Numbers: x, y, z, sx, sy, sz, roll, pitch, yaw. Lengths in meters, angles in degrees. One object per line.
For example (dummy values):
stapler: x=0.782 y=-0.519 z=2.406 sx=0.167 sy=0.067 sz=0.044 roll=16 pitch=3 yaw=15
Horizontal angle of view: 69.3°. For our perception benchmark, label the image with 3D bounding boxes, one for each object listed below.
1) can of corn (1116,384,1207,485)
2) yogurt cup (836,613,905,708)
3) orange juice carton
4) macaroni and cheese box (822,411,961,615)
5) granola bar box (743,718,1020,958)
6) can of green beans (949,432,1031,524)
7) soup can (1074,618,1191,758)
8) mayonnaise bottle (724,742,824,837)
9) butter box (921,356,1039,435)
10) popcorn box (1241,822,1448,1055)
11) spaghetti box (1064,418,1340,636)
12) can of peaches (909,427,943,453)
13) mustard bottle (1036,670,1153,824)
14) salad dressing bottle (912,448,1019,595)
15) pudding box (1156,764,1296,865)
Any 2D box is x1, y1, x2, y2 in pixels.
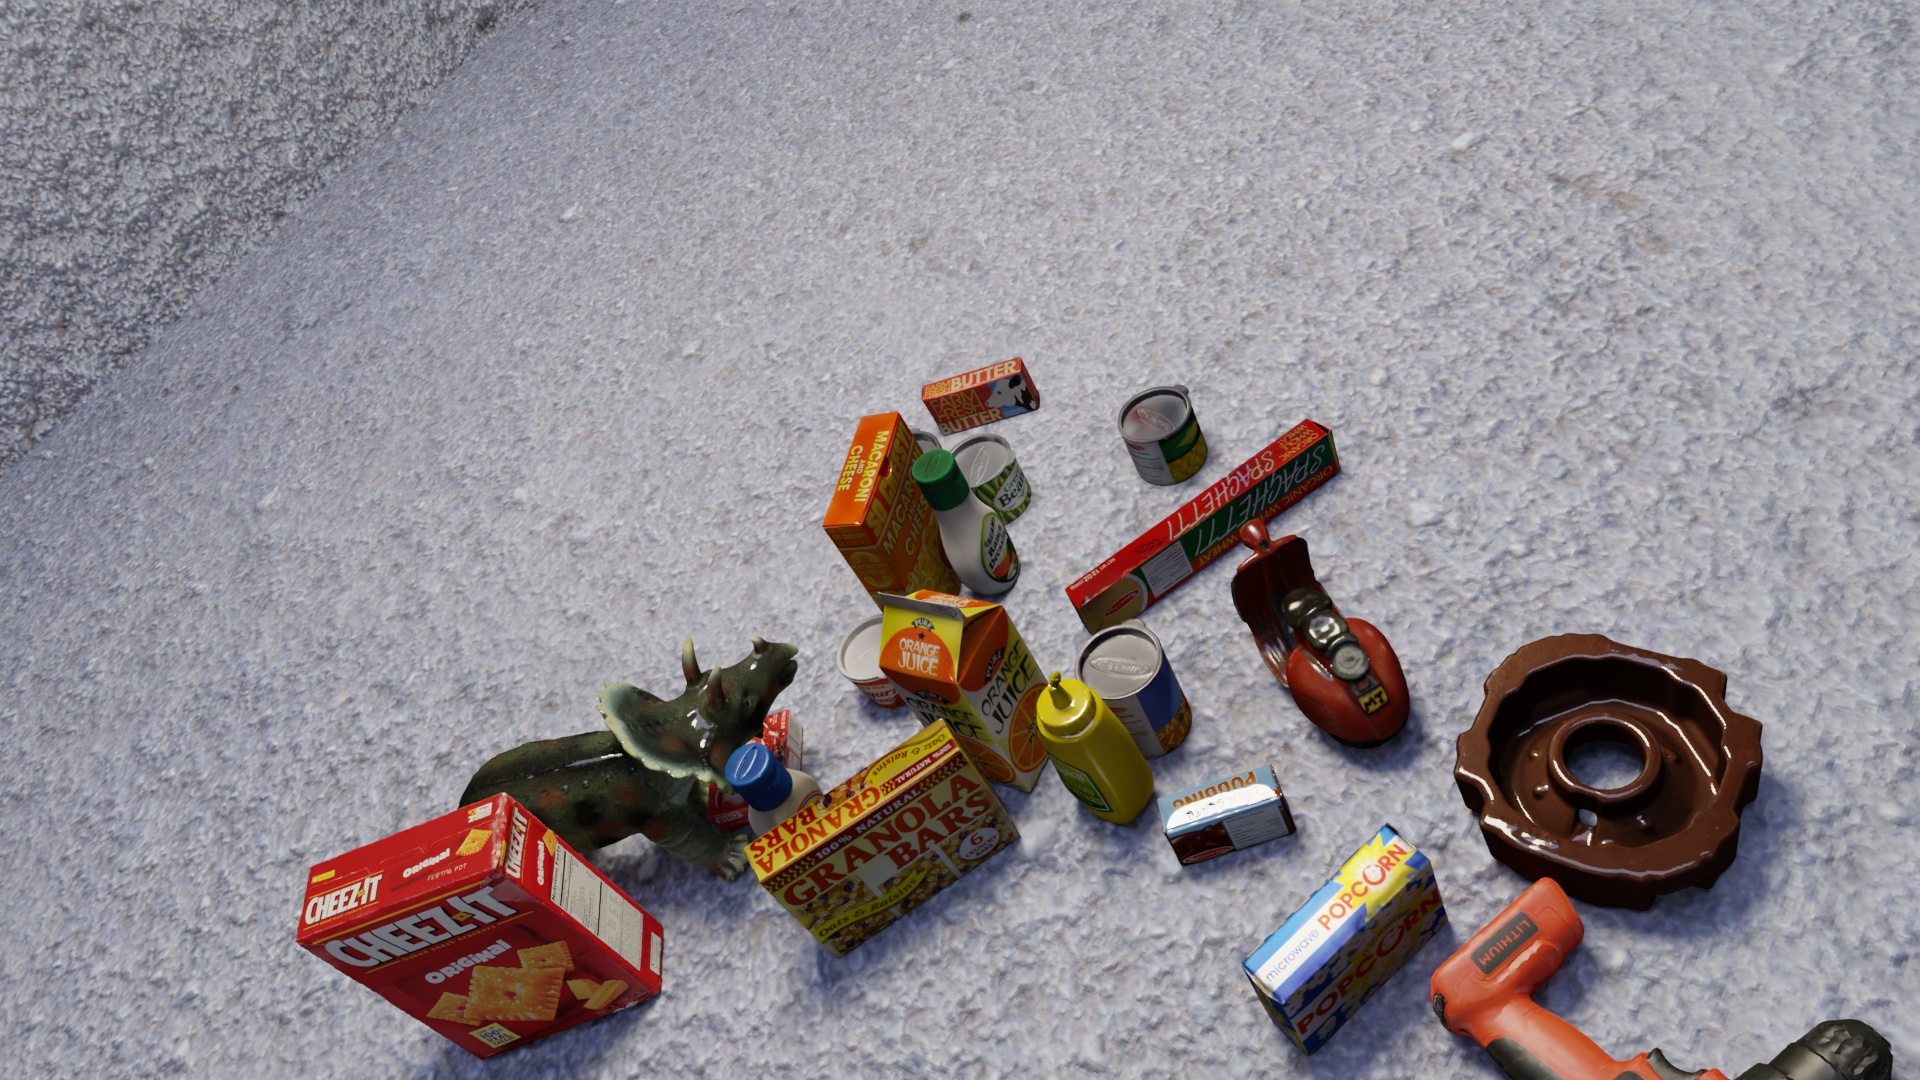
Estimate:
can of corn: x=0.177 y=-0.092 z=1.204 sx=0.071 sy=0.058 sz=0.071 roll=-15 pitch=45 yaw=16
yogurt cup: x=-0.062 y=0.103 z=1.157 sx=0.072 sy=0.053 sz=0.073 roll=-15 pitch=45 yaw=16
orange juice carton: x=0.005 y=0.100 z=1.022 sx=0.072 sy=0.192 sz=0.073 roll=10 pitch=56 yaw=35
macaroni and cheese box: x=-0.047 y=-0.008 z=1.169 sx=0.040 sy=0.165 sz=0.124 roll=-5 pitch=49 yaw=25
granola bar box: x=-0.052 y=0.216 z=0.996 sx=0.166 sy=0.123 sz=0.039 roll=-33 pitch=43 yaw=-3
can of green beans: x=0.024 y=-0.054 z=1.252 sx=0.071 sy=0.057 sz=0.071 roll=-15 pitch=45 yaw=16
soup can: x=0.130 y=0.110 z=1.025 sx=0.071 sy=0.083 sz=0.072 roll=-15 pitch=45 yaw=16
mayonnaise bottle: x=-0.123 y=0.204 z=1.028 sx=0.041 sy=0.147 sz=0.065 roll=4 pitch=53 yaw=32
butter box: x=0.019 y=-0.138 z=1.336 sx=0.103 sy=0.053 sz=0.024 roll=-14 pitch=45 yaw=17
popcorn box: x=0.235 y=0.243 z=0.843 sx=0.127 sy=0.085 sz=0.038 roll=-40 pitch=44 yaw=-10
spaghetti box: x=0.198 y=-0.009 z=1.123 sx=0.250 sy=0.050 sz=0.029 roll=-35 pitch=43 yaw=-5
can of peaches: x=-0.038 y=-0.061 z=1.292 sx=0.071 sy=0.058 sz=0.071 roll=-15 pitch=45 yaw=16
mustard bottle: x=0.086 y=0.138 z=0.966 sx=0.065 sy=0.159 sz=0.049 roll=22 pitch=64 yaw=41
salad dressing bottle: x=0.004 y=-0.015 z=1.161 sx=0.044 sy=0.147 sz=0.064 roll=0 pitch=51 yaw=29
pudding box: x=0.181 y=0.188 z=0.949 sx=0.083 sy=0.049 sz=0.030 roll=-20 pitch=44 yaw=11
